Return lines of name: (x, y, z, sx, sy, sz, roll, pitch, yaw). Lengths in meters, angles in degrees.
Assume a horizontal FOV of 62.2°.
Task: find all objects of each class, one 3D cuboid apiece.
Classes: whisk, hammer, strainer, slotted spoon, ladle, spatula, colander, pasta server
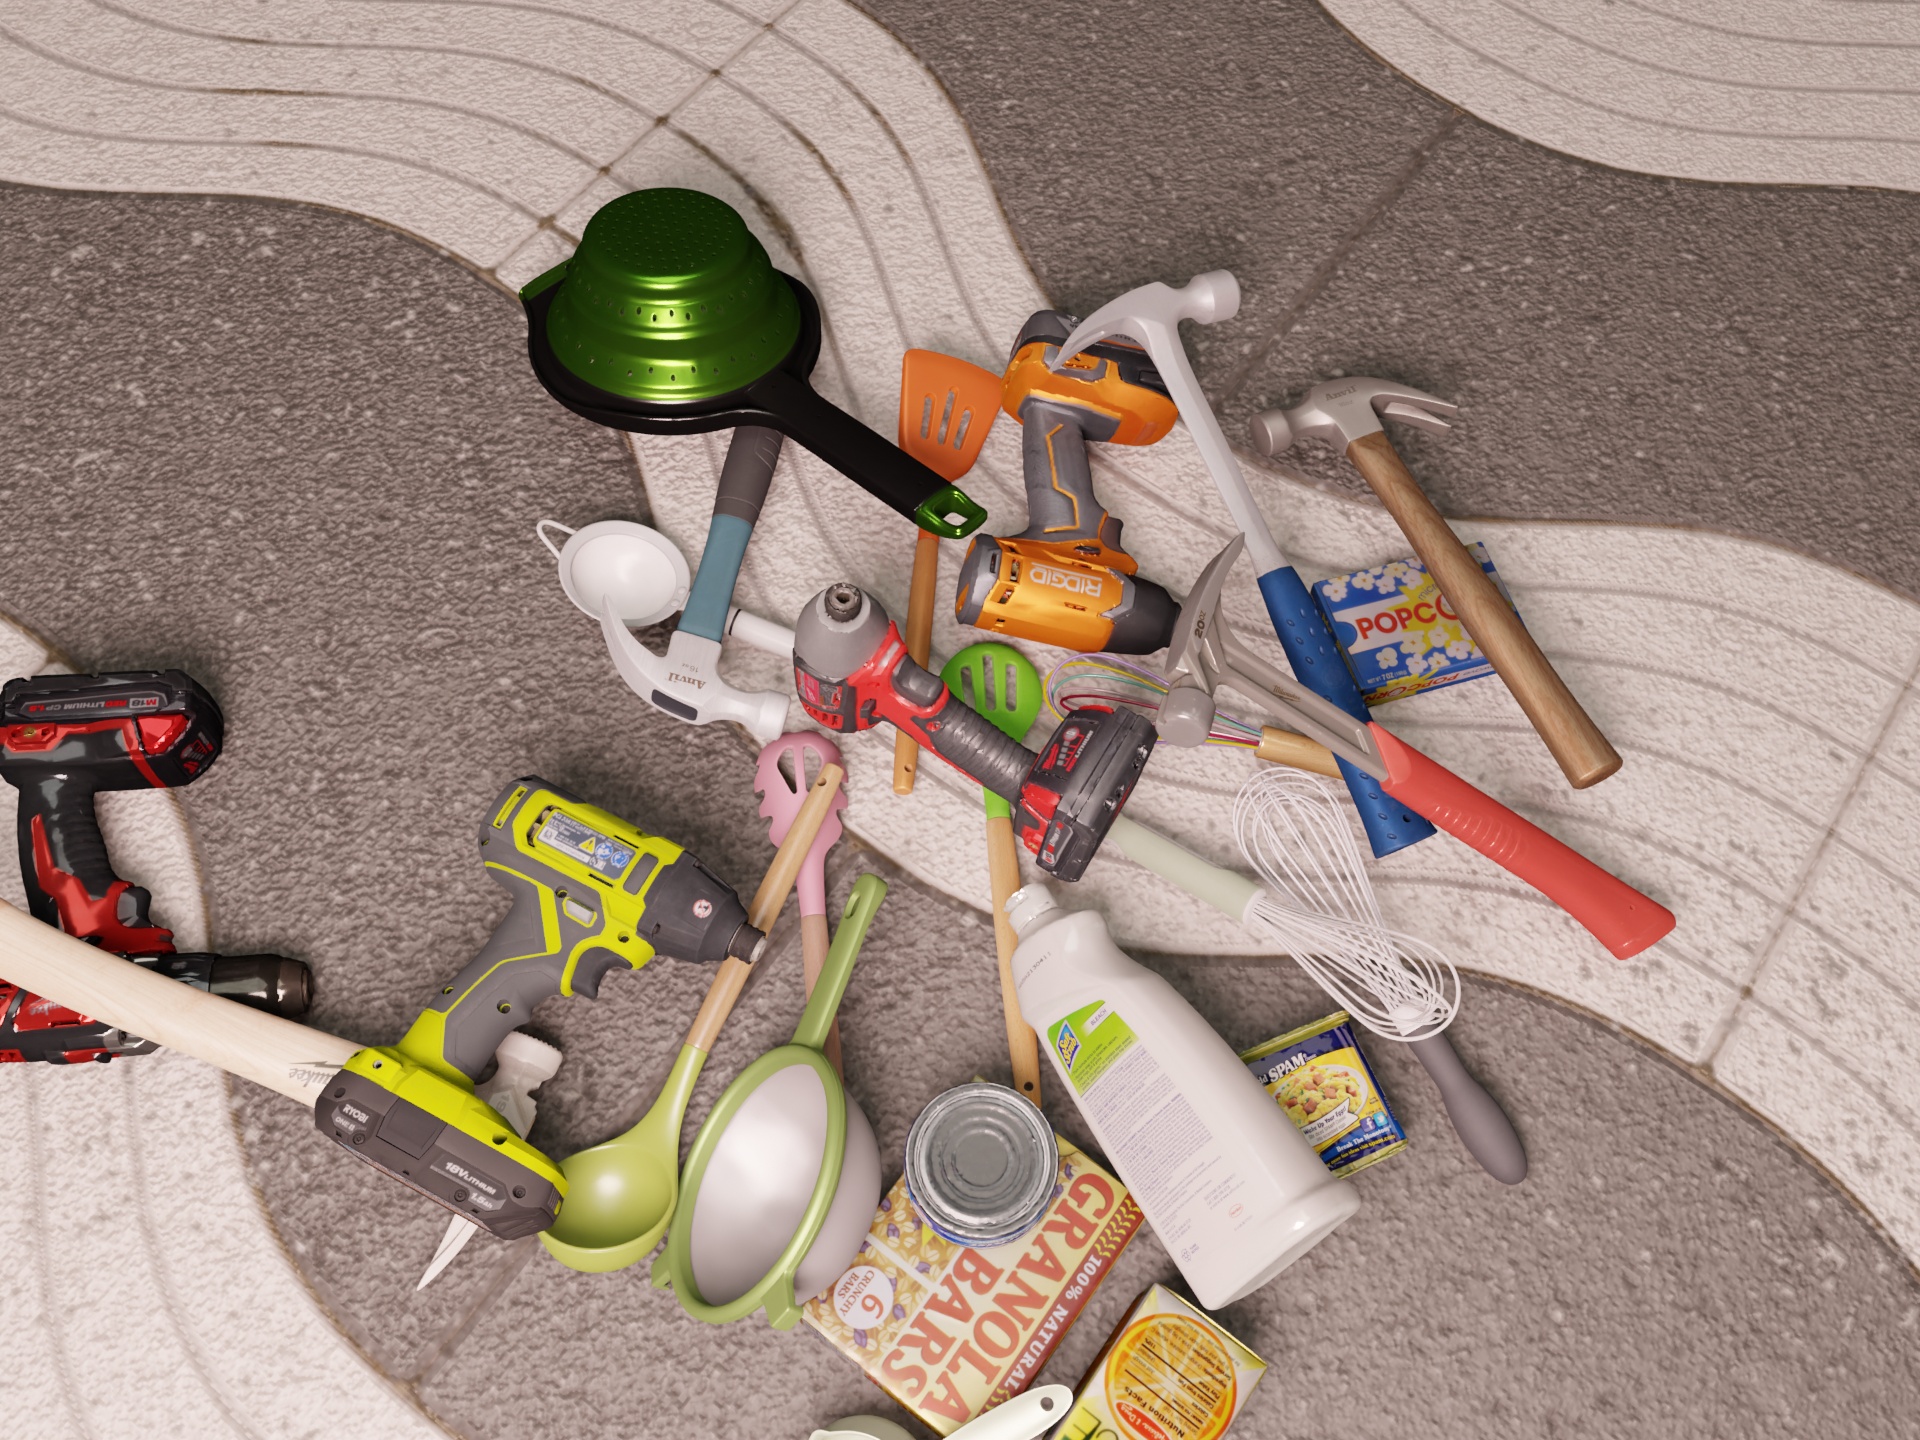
whisk: (0.182, 0.114, 0.946, 0.246, 0.057, 0.059, 29, 83, 32)
hammer: (-0.148, -0.139, 1.060, 0.128, 0.033, 0.331, 15, 54, -8)
strainer: (-0.161, -0.067, 1.051, 0.258, 0.050, 0.087, 22, 53, 2)
hammer: (0.327, -0.099, 1.046, 0.130, 0.031, 0.332, -22, 65, -12)
whisk: (0.254, 0.149, 0.960, 0.070, 0.070, 0.285, -27, 74, -14)
slotted spoon: (0.029, 0.087, 0.994, 0.070, 0.031, 0.314, -5, 66, -2)
ladle: (-0.145, 0.161, 0.915, 0.078, 0.062, 0.320, 18, 71, 23)
spatula: (-0.021, -0.103, 1.069, 0.081, 0.041, 0.323, 15, 63, -20)
strainer: (-0.073, 0.213, 0.885, 0.069, 0.151, 0.256, 33, 64, -28)
whisk: (0.171, 0.011, 1.027, 0.245, 0.051, 0.047, 15, 31, 0)
colander: (-0.137, -0.251, 1.056, 0.397, 0.094, 0.204, 36, 58, 22)
hammer: (-0.439, 0.169, 0.873, 0.410, 0.038, 0.146, 26, 66, -7)
pasta server: (-0.086, 0.147, 0.962, 0.060, 0.040, 0.316, -6, 69, -5)
hammer: (0.192, -0.102, 1.022, 0.144, 0.035, 0.406, -19, 78, -20)
hammer: (0.281, 0.033, 0.957, 0.359, 0.036, 0.149, 31, 54, -11)

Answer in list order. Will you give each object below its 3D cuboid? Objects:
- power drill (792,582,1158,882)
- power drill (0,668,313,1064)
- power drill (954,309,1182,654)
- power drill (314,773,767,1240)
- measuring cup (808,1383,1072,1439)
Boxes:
power drill: (-0.001, -0.003, 0.941, 0.220, 0.143, 0.078, 30, 68, 9)
power drill: (-0.485, 0.088, 0.946, 0.188, 0.080, 0.227, -3, 69, -12)
power drill: (0.092, -0.151, 1.077, 0.164, 0.084, 0.227, 13, 68, -9)
power drill: (-0.225, 0.157, 0.868, 0.171, 0.080, 0.223, 26, 64, 7)
measuring cup: (-0.012, 0.376, 0.816, 0.167, 0.038, 0.083, -32, 80, 10)
